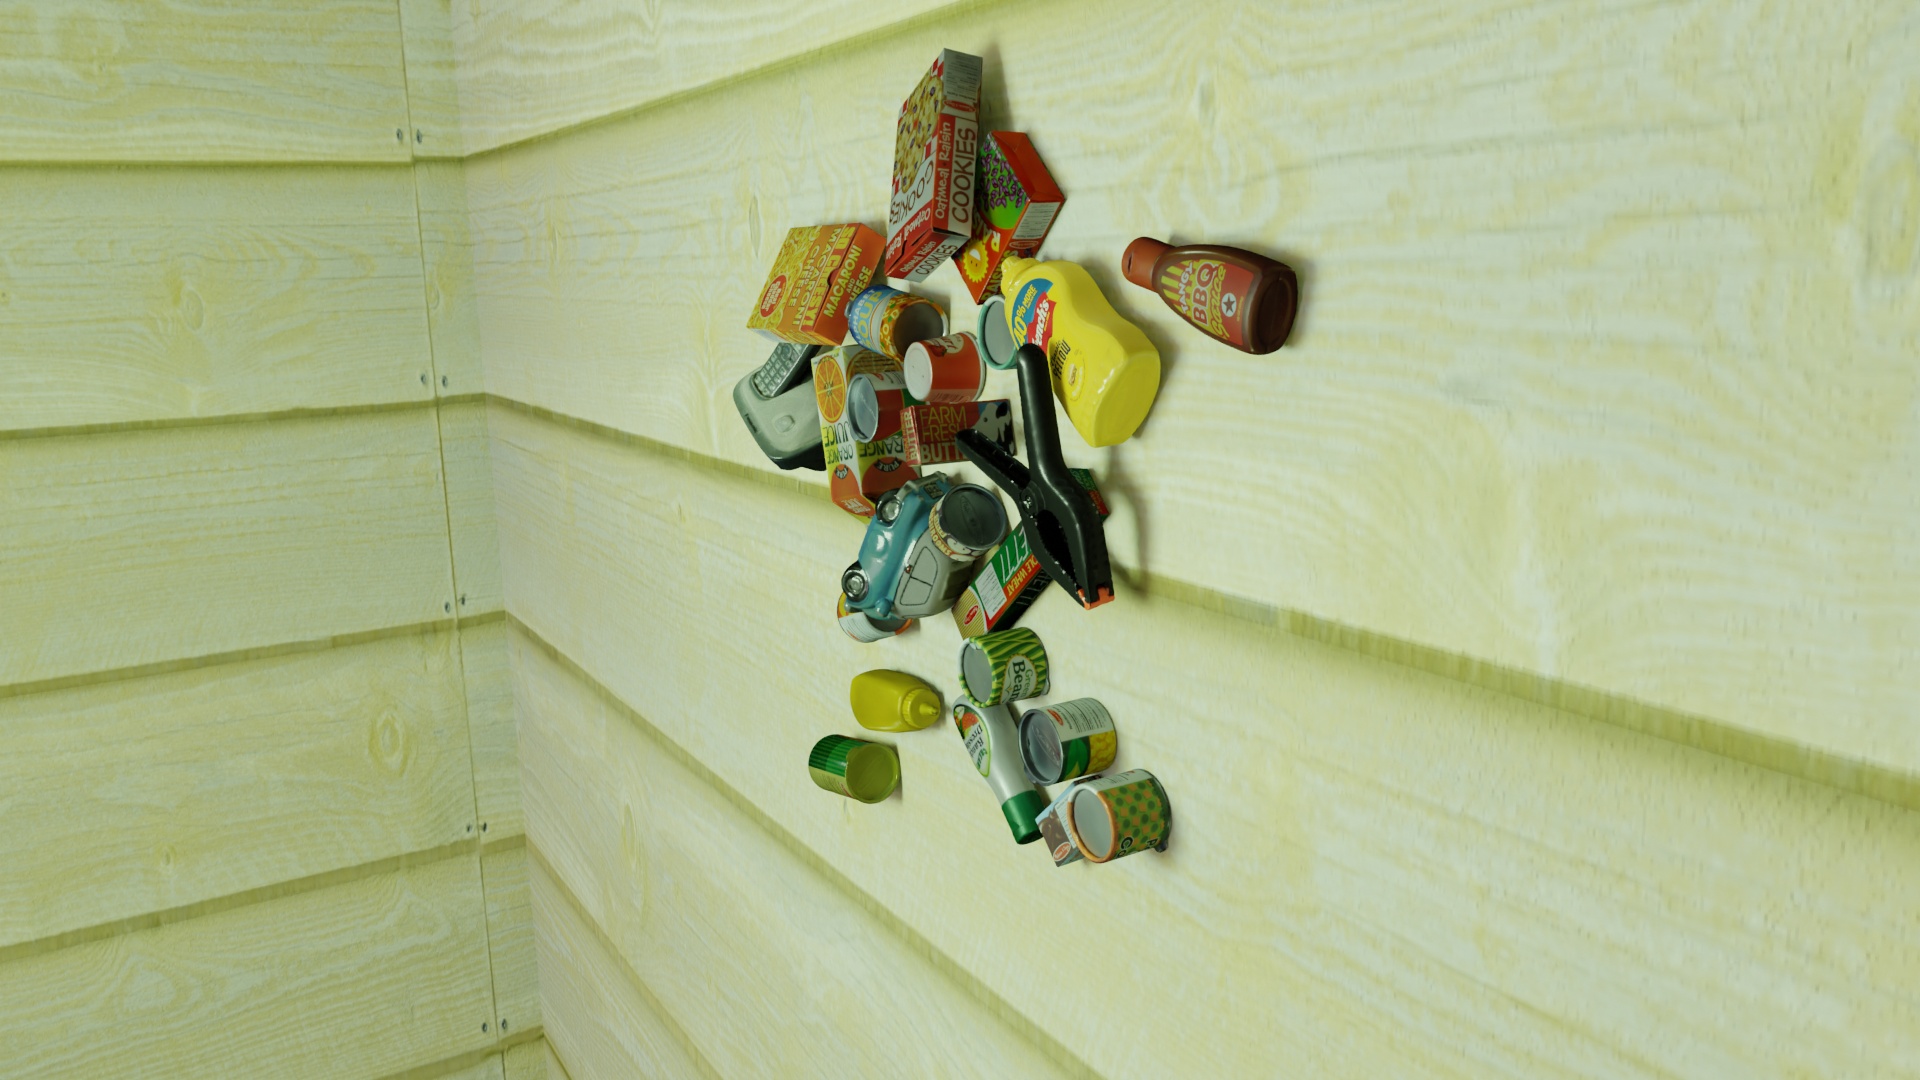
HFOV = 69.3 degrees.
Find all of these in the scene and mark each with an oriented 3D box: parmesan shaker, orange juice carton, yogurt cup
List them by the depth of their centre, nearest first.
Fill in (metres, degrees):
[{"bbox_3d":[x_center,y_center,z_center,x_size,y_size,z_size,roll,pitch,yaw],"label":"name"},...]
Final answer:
[{"bbox_3d":[-0.017,-0.159,1.292,0.072,0.054,0.072,23,117,56],"label":"yogurt cup"},{"bbox_3d":[-0.093,-0.100,1.414,0.071,0.073,0.192,-7,91,59],"label":"orange juice carton"},{"bbox_3d":[-0.122,0.251,1.549,0.103,0.071,0.071,-2,96,60],"label":"parmesan shaker"}]

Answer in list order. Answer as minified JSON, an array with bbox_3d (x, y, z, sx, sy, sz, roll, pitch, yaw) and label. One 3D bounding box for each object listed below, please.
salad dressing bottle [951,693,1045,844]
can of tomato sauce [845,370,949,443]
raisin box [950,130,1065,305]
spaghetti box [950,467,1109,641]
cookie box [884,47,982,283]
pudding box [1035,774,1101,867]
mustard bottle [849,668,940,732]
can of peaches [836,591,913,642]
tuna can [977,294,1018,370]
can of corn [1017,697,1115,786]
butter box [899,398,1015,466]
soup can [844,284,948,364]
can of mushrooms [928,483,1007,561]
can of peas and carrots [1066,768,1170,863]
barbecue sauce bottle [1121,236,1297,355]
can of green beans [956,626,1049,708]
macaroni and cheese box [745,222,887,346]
[{"bbox_3d":[0.040,0.209,1.293,0.148,0.044,0.064,64,146,27],"label":"salad dressing bottle"},{"bbox_3d":[-0.059,-0.129,1.341,0.071,0.083,0.071,21,115,56],"label":"can of tomato sauce"},{"bbox_3d":[0.034,-0.276,1.195,0.086,0.040,0.122,64,146,26],"label":"raisin box"},{"bbox_3d":[0.057,0.022,1.235,0.248,0.029,0.050,-53,52,50],"label":"spaghetti box"},{"bbox_3d":[-0.025,-0.326,1.222,0.122,0.040,0.167,157,119,-67],"label":"cookie box"},{"bbox_3d":[0.102,0.244,1.211,0.050,0.030,0.083,64,145,25],"label":"pudding box"},{"bbox_3d":[-0.061,0.171,1.449,0.160,0.049,0.065,2,99,58],"label":"mustard bottle"},{"bbox_3d":[-0.087,0.069,1.453,0.058,0.071,0.071,-20,80,59],"label":"can of peaches"},{"bbox_3d":[0.044,-0.178,1.206,0.071,0.033,0.071,19,113,56],"label":"tuna can"},{"bbox_3d":[0.090,0.173,1.186,0.071,0.058,0.071,21,115,56],"label":"can of corn"},{"bbox_3d":[-0.002,-0.096,1.232,0.024,0.104,0.053,-8,90,59],"label":"butter box"},{"bbox_3d":[-0.062,-0.208,1.339,0.084,0.071,0.071,29,121,53],"label":"soup can"},{"bbox_3d":[0.005,-0.016,1.273,0.033,0.071,0.071,-42,62,56],"label":"can of mushrooms"},{"bbox_3d":[0.129,0.227,1.133,0.071,0.059,0.070,22,115,56],"label":"can of peas and carrots"},{"bbox_3d":[0.172,-0.181,0.981,0.149,0.044,0.064,38,130,50],"label":"barbecue sauce bottle"},{"bbox_3d":[0.037,0.115,1.261,0.071,0.058,0.071,21,115,56],"label":"can of green beans"},{"bbox_3d":[-0.154,-0.268,1.458,0.166,0.040,0.124,15,81,57],"label":"macaroni and cheese box"}]
